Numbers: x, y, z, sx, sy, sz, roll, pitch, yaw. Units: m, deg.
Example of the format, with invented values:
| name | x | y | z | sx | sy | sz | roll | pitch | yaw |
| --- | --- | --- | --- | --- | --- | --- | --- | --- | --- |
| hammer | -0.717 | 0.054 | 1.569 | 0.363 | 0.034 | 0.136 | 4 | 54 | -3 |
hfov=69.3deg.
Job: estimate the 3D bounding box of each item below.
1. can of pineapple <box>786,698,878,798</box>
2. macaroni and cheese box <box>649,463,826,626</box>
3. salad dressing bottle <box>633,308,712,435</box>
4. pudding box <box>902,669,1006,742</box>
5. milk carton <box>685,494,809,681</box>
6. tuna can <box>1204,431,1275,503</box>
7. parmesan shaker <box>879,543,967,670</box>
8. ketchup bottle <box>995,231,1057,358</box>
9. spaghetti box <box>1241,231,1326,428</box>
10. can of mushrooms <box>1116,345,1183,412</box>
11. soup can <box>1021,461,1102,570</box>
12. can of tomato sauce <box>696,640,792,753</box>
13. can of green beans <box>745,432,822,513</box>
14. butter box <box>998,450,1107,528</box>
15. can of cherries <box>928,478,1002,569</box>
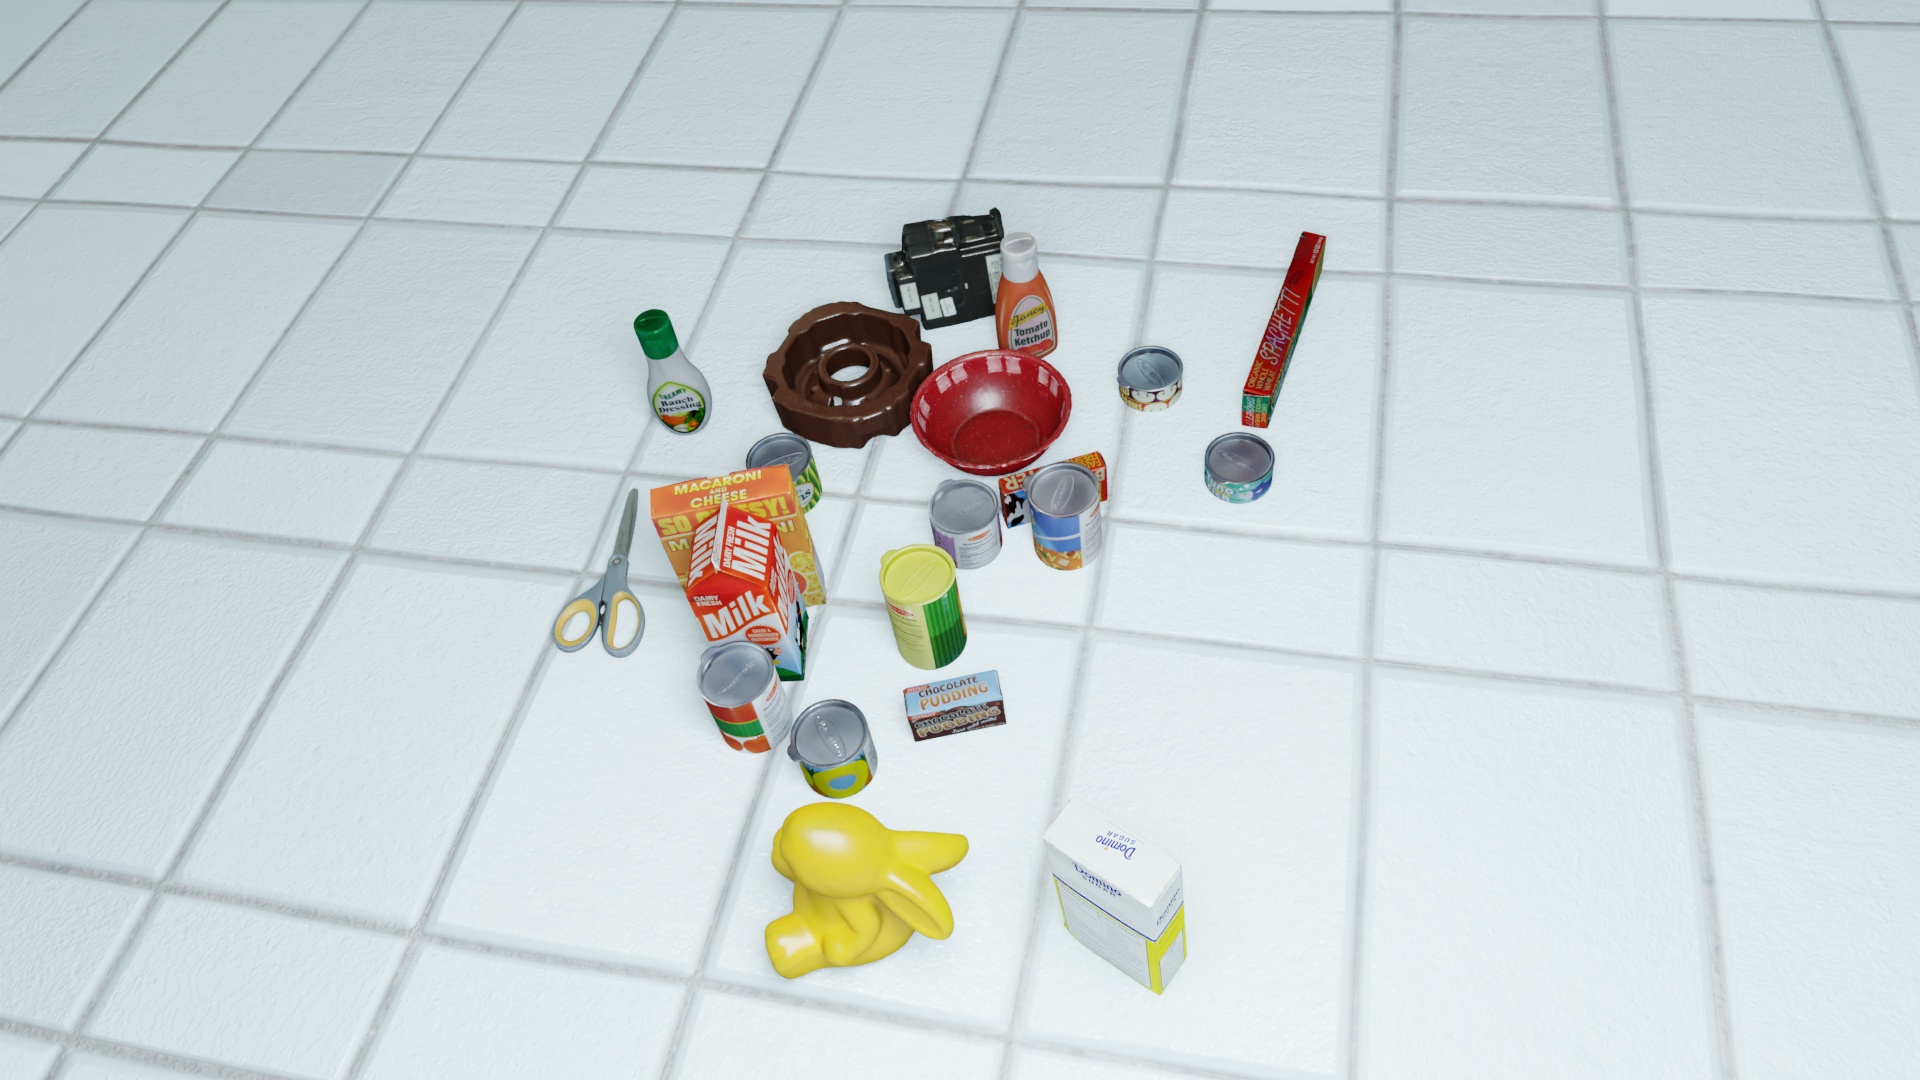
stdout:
| name | x | y | z | sx | sy | sz | roll | pitch | yaw |
| --- | --- | --- | --- | --- | --- | --- | --- | --- | --- |
| can of pineapple | -0.108 | 0.177 | 1.176 | 0.071 | 0.057 | 0.071 | -4 | 52 | 5 |
| macaroni and cheese box | -0.198 | 0.006 | 1.255 | 0.124 | 0.165 | 0.040 | -11 | 51 | 0 |
| salad dressing bottle | -0.297 | -0.171 | 1.421 | 0.064 | 0.147 | 0.044 | -9 | 51 | 1 |
| pudding box | -0.004 | 0.142 | 1.195 | 0.084 | 0.049 | 0.030 | -11 | 51 | -1 |
| milk carton | -0.187 | 0.046 | 1.207 | 0.073 | 0.189 | 0.073 | -4 | 52 | 5 |
| tuna can | 0.266 | -0.068 | 1.334 | 0.071 | 0.032 | 0.071 | -4 | 52 | 5 |
| parmesan shaker | -0.033 | 0.058 | 1.231 | 0.071 | 0.102 | 0.072 | -4 | 52 | 5 |
| ketchup bottle | 0.065 | -0.250 | 1.432 | 0.065 | 0.148 | 0.044 | -19 | 52 | -6 |
| spaghetti box | 0.334 | -0.220 | 1.433 | 0.029 | 0.050 | 0.251 | 14 | 55 | 18 |
| can of mushrooms | 0.192 | -0.164 | 1.420 | 0.071 | 0.033 | 0.071 | -4 | 52 | 5 |
| soup can | 0.095 | -0.022 | 1.289 | 0.071 | 0.083 | 0.072 | -4 | 52 | 5 |
| can of tomato sauce | -0.187 | 0.136 | 1.204 | 0.071 | 0.082 | 0.071 | -4 | 52 | 5 |
| can of green beans | -0.174 | -0.064 | 1.376 | 0.071 | 0.057 | 0.071 | -4 | 52 | 5 |
| butter box | 0.089 | -0.049 | 1.330 | 0.103 | 0.053 | 0.024 | -16 | 52 | -5 |
| can of cherries | 0.005 | -0.016 | 1.313 | 0.071 | 0.058 | 0.072 | -4 | 52 | 5 |
